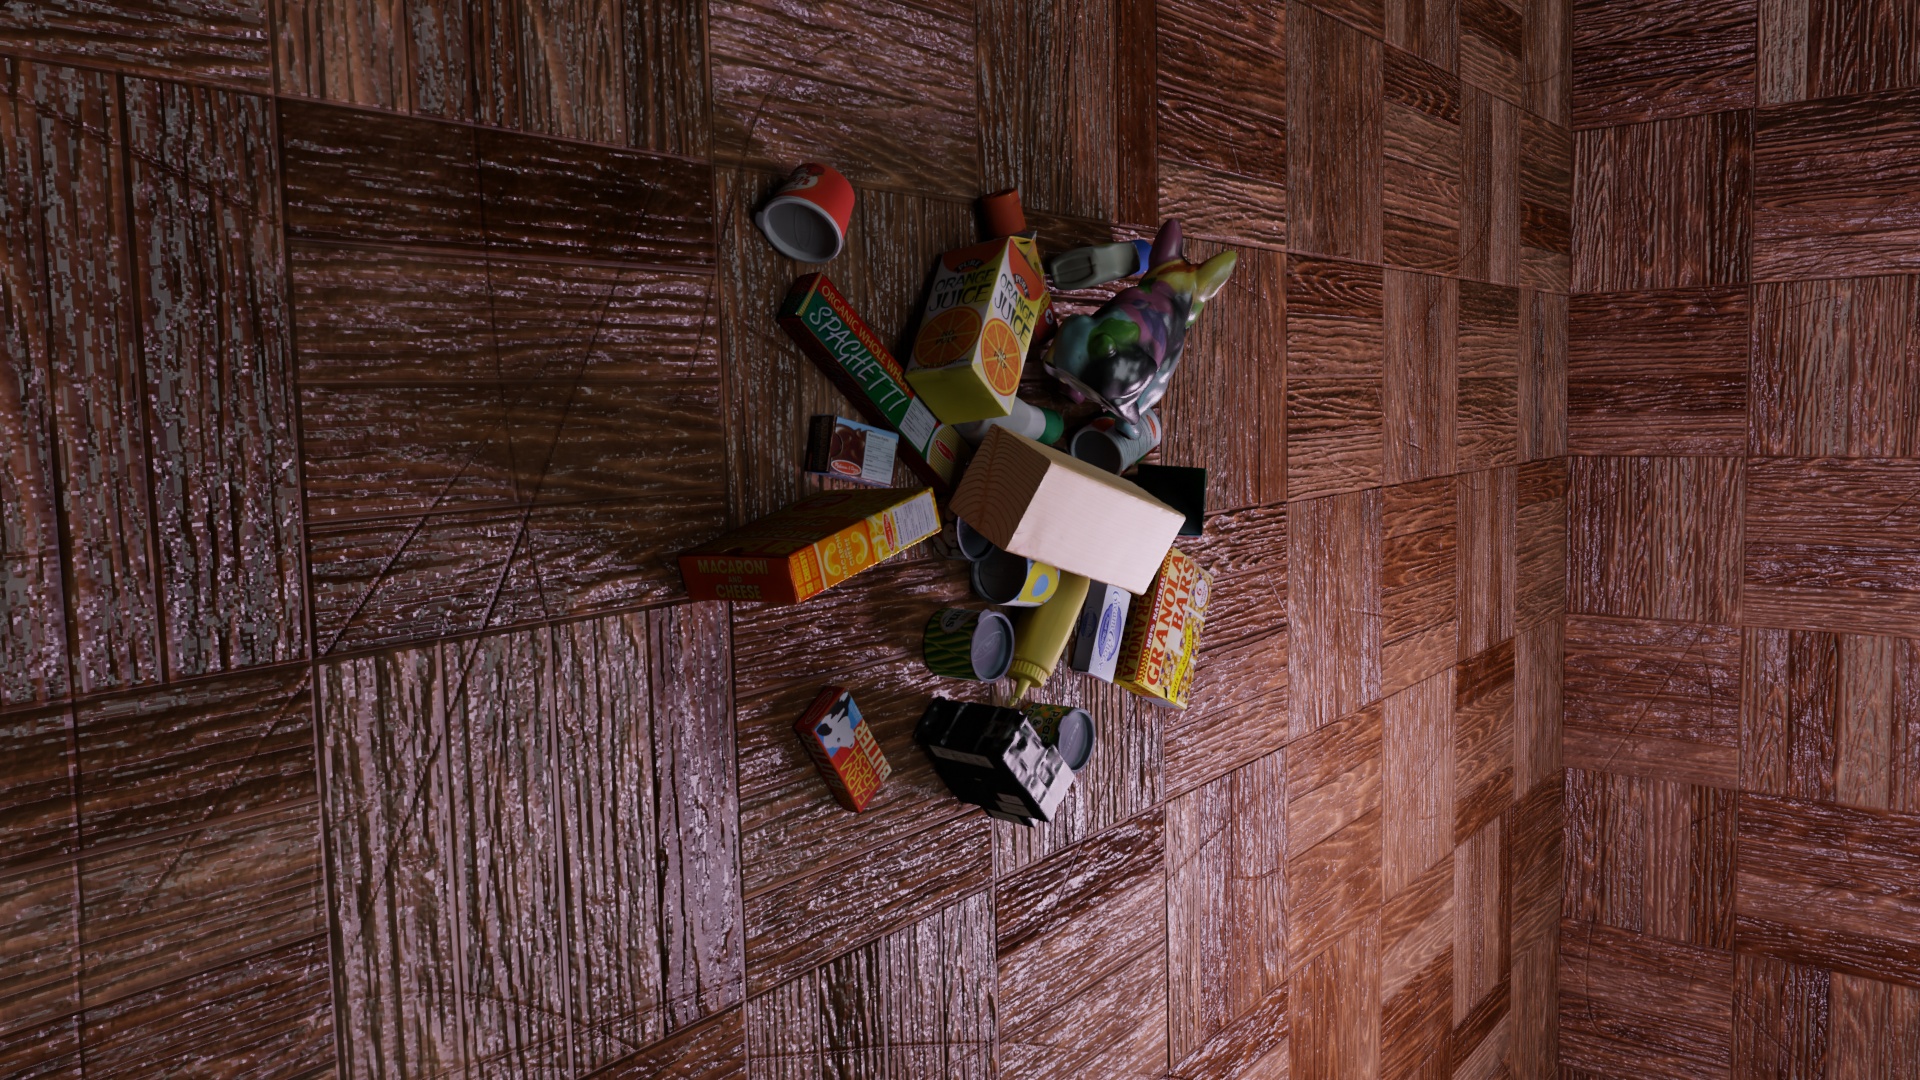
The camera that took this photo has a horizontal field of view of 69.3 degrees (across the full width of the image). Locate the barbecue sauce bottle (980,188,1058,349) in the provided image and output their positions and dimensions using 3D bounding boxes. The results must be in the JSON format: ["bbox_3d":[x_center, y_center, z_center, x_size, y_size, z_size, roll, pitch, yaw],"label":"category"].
[{"bbox_3d":[0.054,-0.262,1.339,0.065,0.043,0.148,-46,127,-52],"label":"barbecue sauce bottle"}]

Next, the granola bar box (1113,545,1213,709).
[{"bbox_3d":[0.232,0.098,1.588,0.124,0.039,0.166,31,68,-48],"label":"granola bar box"}]

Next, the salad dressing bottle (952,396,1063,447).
[{"bbox_3d":[0.048,-0.115,1.337,0.148,0.044,0.064,1,58,-56],"label":"salad dressing bottle"}]

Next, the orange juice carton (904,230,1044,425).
[{"bbox_3d":[0.019,-0.204,1.253,0.073,0.071,0.193,48,46,-43],"label":"orange juice carton"}]

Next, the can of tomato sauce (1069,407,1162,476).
[{"bbox_3d":[0.163,-0.104,1.471,0.083,0.071,0.071,-36,120,-44],"label":"can of tomato sauce"}]

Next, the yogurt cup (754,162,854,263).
[{"bbox_3d":[-0.119,-0.263,1.107,0.072,0.072,0.054,52,46,-40],"label":"yogurt cup"}]

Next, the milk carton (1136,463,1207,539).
[{"bbox_3d":[0.228,-0.039,1.515,0.190,0.073,0.072,8,87,-82],"label":"milk carton"}]

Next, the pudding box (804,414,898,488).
[{"bbox_3d":[-0.091,-0.075,1.178,0.084,0.030,0.049,12,84,-51],"label":"pudding box"}]

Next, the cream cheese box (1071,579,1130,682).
[{"bbox_3d":[0.152,0.097,1.500,0.053,0.024,0.104,29,70,-50],"label":"cream cheese box"}]

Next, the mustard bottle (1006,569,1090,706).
[{"bbox_3d":[0.080,0.094,1.374,0.049,0.065,0.161,28,68,-11],"label":"mustard bottle"}]

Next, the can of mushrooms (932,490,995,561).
[{"bbox_3d":[0.005,-0.016,1.300,0.071,0.033,0.071,-5,97,-51],"label":"can of mushrooms"}]

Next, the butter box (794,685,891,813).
[{"bbox_3d":[-0.099,0.179,1.188,0.053,0.024,0.103,-51,129,-38],"label":"butter box"}]

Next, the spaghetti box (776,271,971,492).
[{"bbox_3d":[-0.069,-0.132,1.203,0.249,0.028,0.050,47,56,-42],"label":"spaghetti box"}]

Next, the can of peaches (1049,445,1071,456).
[{"bbox_3d":[0.096,-0.051,1.383,0.058,0.071,0.071,49,55,-42],"label":"can of peaches"}]

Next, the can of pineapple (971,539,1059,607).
[{"bbox_3d":[0.054,0.029,1.337,0.058,0.071,0.071,9,86,-52],"label":"can of pineapple"}]

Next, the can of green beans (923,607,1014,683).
[{"bbox_3d":[0.008,0.097,1.290,0.071,0.058,0.071,-5,96,-51],"label":"can of green beans"}]

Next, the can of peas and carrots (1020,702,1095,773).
[{"bbox_3d":[0.093,0.198,1.404,0.071,0.058,0.071,-4,94,-51],"label":"can of peas and carrots"}]

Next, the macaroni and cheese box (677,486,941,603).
[{"bbox_3d":[-0.115,0.001,1.077,0.167,0.123,0.040,-28,111,-47],"label":"macaroni and cheese box"}]

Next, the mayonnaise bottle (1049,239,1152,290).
[{"bbox_3d":[0.154,-0.291,1.452,0.149,0.064,0.041,-26,104,-53],"label":"mayonnaise bottle"}]
